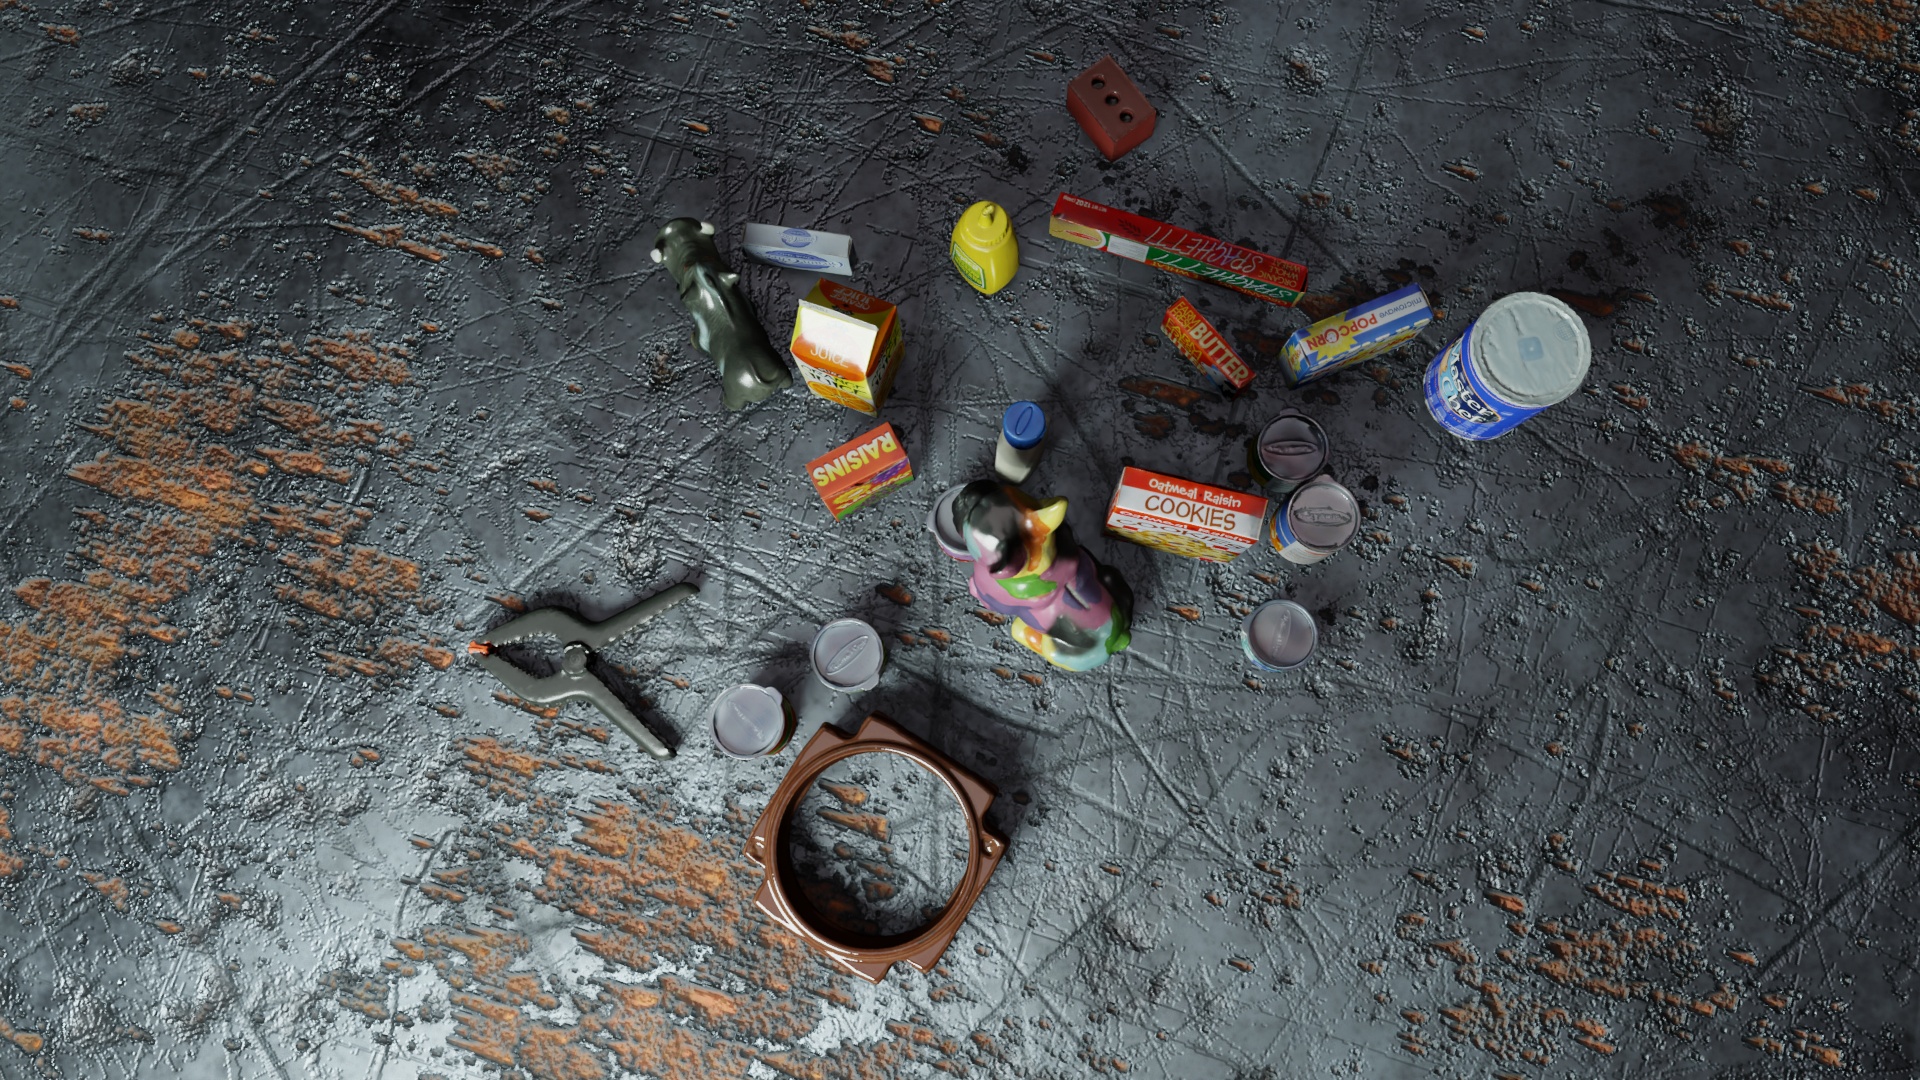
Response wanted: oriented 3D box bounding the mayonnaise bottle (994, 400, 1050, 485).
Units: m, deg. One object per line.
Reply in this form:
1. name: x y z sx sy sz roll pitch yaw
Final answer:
1. mayonnaise bottle: 0.056 -0.092 1.253 0.041 0.148 0.065 26 83 5

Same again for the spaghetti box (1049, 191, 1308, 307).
1. spaghetti box: 0.208 -0.277 1.329 0.250 0.050 0.029 18 82 4

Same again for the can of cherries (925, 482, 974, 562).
1. can of cherries: 0.005 -0.016 1.287 0.071 0.058 0.071 0 81 1

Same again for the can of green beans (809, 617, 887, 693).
1. can of green beans: -0.101 0.106 1.269 0.071 0.057 0.071 0 81 1

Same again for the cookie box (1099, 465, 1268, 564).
1. cookie box: 0.193 -0.021 1.229 0.123 0.167 0.040 13 82 3

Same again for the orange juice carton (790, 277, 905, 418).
1. orange juice carton: -0.100 -0.175 1.246 0.072 0.192 0.073 21 83 4

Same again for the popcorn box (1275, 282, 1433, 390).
1. popcorn box: 0.366 -0.189 1.295 0.127 0.085 0.038 -22 82 -2

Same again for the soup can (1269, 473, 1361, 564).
1. soup can: 0.323 -0.018 1.269 0.071 0.083 0.071 0 81 1

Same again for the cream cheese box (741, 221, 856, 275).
1. cream cheese box: -0.154 -0.280 1.334 0.104 0.053 0.024 8 82 2

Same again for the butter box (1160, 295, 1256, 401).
1. butter box: 0.233 -0.180 1.312 0.024 0.053 0.103 -41 83 -5

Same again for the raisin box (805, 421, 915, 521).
1. raisin box: -0.089 -0.060 1.263 0.086 0.123 0.040 -27 82 -3

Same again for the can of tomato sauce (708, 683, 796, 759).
1. can of tomato sauce: -0.184 0.161 1.249 0.071 0.083 0.071 0 81 1

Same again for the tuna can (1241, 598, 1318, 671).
1. tuna can: 0.291 0.087 1.279 0.071 0.033 0.071 0 81 1

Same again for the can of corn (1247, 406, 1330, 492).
1. can of corn: 0.304 -0.084 1.293 0.071 0.058 0.071 0 81 1

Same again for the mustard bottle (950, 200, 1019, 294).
1. mustard bottle: 0.022 -0.277 1.277 0.065 0.160 0.049 44 85 7
